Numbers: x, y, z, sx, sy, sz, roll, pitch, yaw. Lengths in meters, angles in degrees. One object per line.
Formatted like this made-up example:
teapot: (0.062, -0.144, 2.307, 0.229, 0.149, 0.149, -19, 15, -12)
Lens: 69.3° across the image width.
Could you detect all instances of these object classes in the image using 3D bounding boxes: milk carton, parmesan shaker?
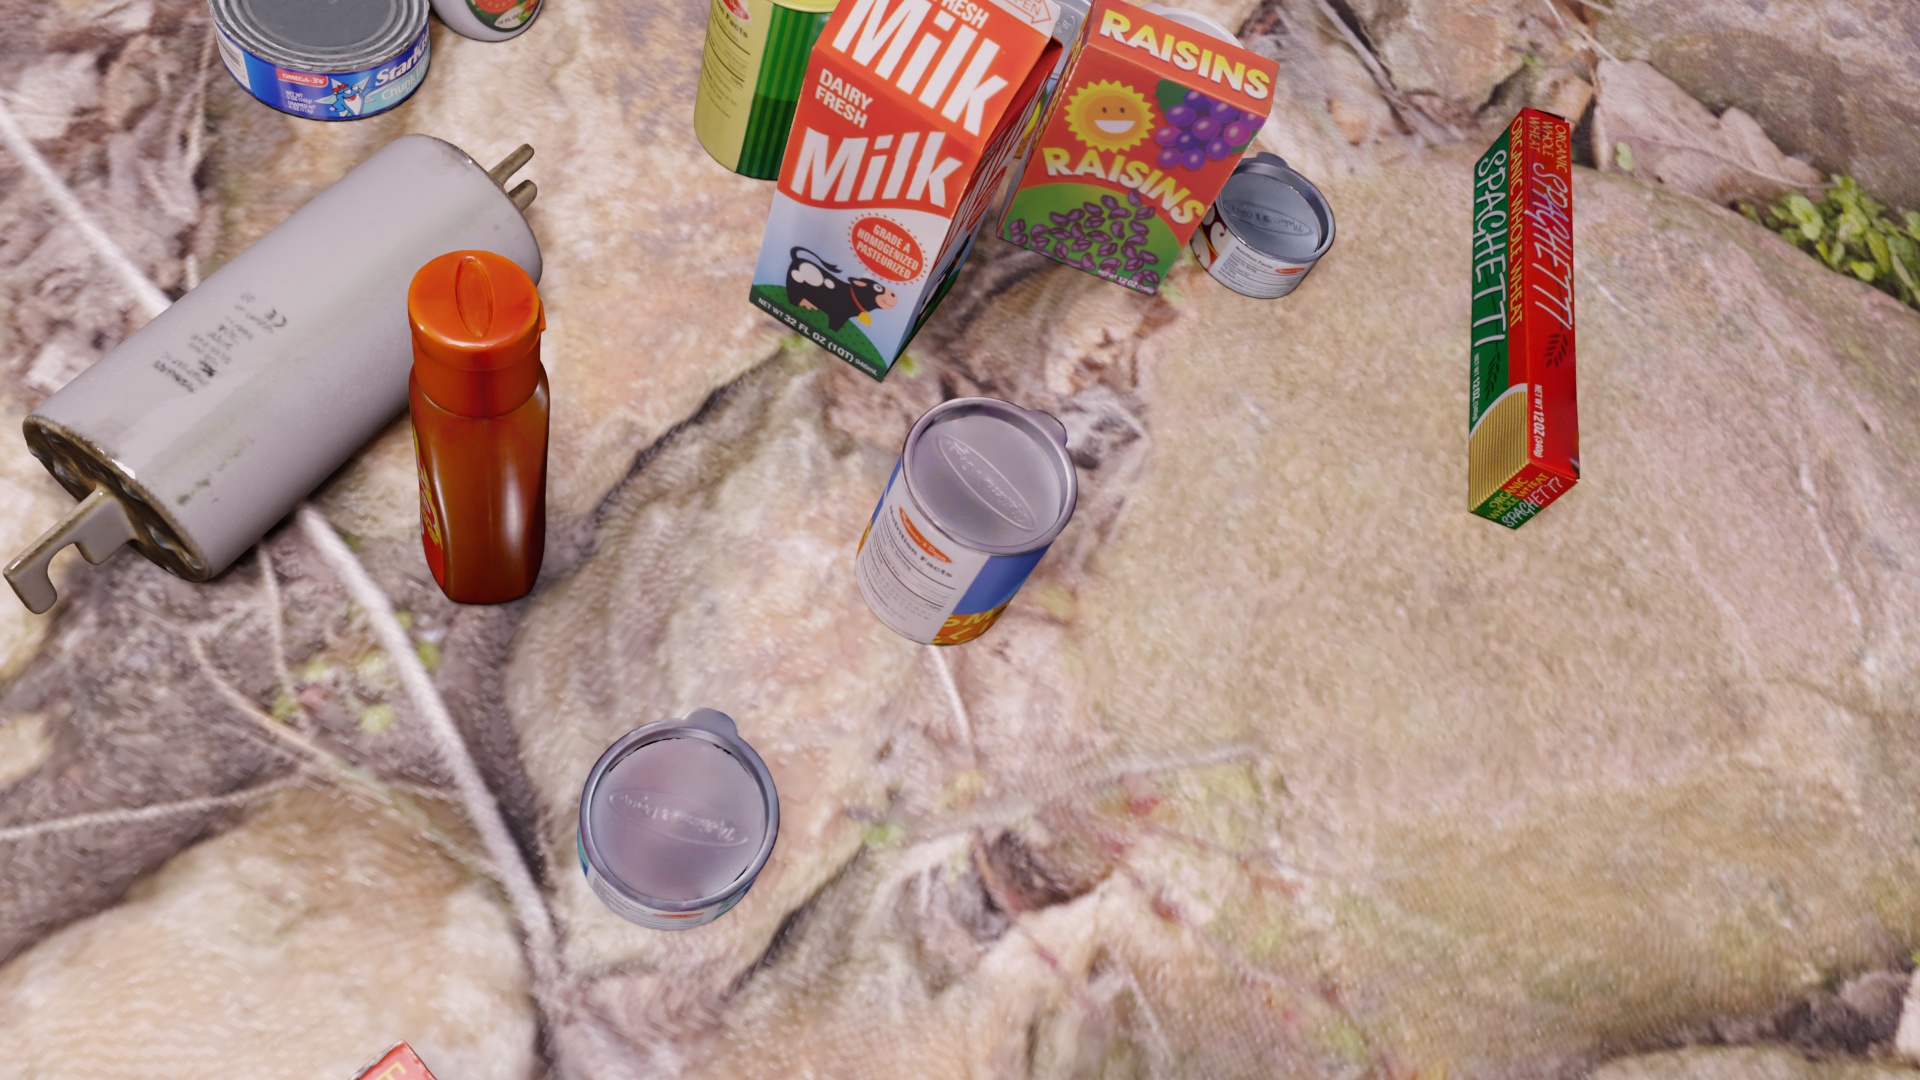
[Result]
milk carton: (-0.021, -0.154, 0.545, 0.072, 0.189, 0.074, 32, 57, 1)
parmesan shaker: (-0.080, -0.221, 0.615, 0.071, 0.102, 0.071, 8, 60, -14)

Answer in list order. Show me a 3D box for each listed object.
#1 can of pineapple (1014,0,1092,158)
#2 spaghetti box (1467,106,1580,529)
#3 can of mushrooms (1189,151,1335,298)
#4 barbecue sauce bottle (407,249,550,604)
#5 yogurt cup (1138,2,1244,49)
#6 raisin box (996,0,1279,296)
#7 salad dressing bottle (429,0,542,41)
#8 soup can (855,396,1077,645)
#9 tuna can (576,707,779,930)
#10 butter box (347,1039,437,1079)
can of pineapple: (0.037, -0.233, 0.687, 0.071, 0.057, 0.071, 8, 60, -14)
spaghetti box: (0.288, -0.122, 0.712, 0.029, 0.050, 0.251, 19, 58, -8)
can of mushrooms: (0.151, -0.158, 0.697, 0.071, 0.033, 0.071, 8, 60, -14)
barbecue sauce bottle: (-0.159, -0.036, 0.460, 0.044, 0.147, 0.065, -5, 64, -21)
yogurt cup: (0.108, -0.228, 0.710, 0.072, 0.053, 0.073, 8, 60, -14)
raisin box: (0.077, -0.175, 0.629, 0.086, 0.122, 0.040, 20, 58, -7)
salad dressing bottle: (-0.200, -0.280, 0.583, 0.044, 0.147, 0.064, 41, 58, 6)
soup can: (0.002, -0.007, 0.534, 0.071, 0.083, 0.071, 8, 60, -14)
tuna can: (-0.096, 0.095, 0.476, 0.071, 0.032, 0.071, 8, 60, -14)
butter box: (-0.136, 0.193, 0.396, 0.103, 0.053, 0.024, 46, 59, 10)
